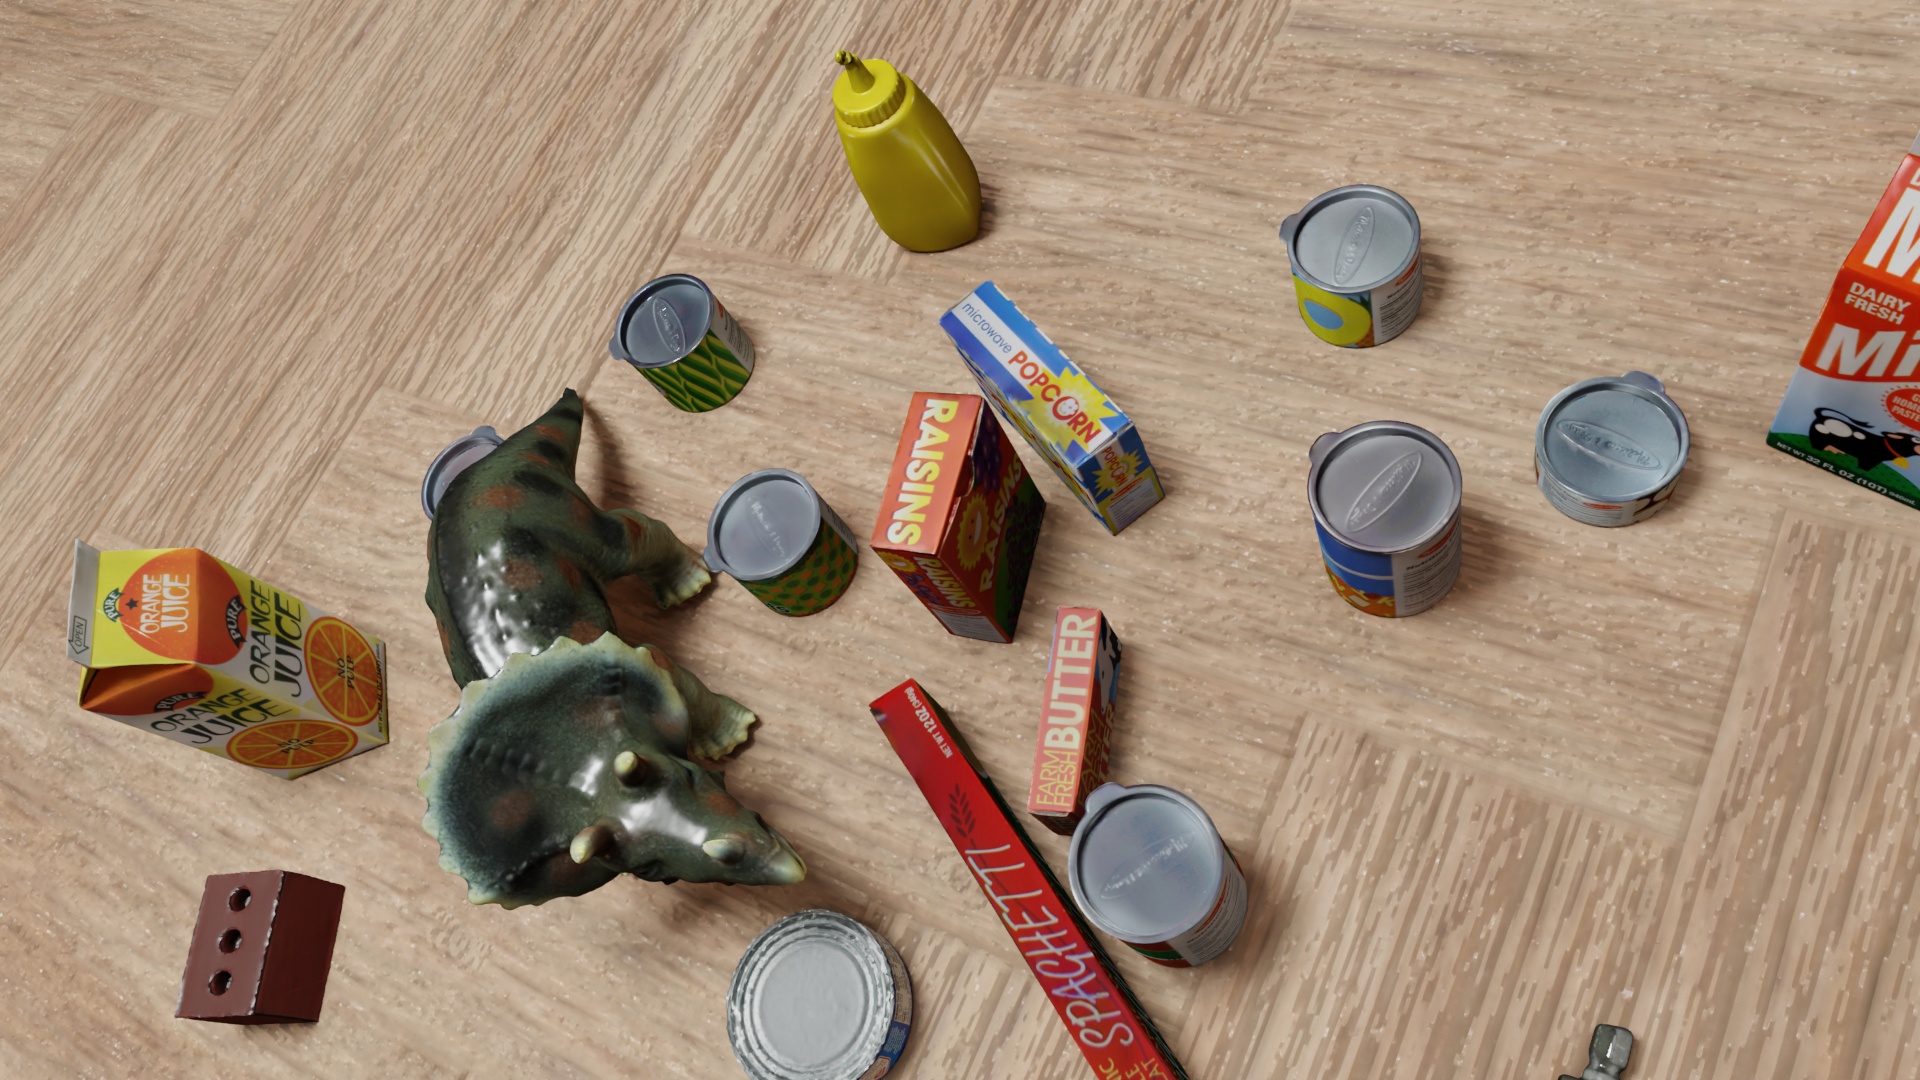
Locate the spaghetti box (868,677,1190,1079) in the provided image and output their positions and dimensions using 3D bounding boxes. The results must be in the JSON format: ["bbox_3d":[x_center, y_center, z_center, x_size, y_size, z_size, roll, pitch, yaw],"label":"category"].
[{"bbox_3d":[0.035,0.171,0.645,0.029,0.050,0.251,-36,59,1],"label":"spaghetti box"}]

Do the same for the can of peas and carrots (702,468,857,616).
[{"bbox_3d":[-0.099,0.004,0.767,0.071,0.058,0.071,-8,64,16],"label":"can of peas and carrots"}]

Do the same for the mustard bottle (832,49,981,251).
[{"bbox_3d":[-0.036,-0.228,0.796,0.065,0.159,0.049,-7,64,16],"label":"mustard bottle"}]

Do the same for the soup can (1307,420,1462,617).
[{"bbox_3d":[0.199,-0.010,0.654,0.071,0.083,0.071,-8,64,16],"label":"soup can"}]

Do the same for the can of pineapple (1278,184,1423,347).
[{"bbox_3d":[0.207,-0.144,0.730,0.071,0.057,0.071,-8,64,16],"label":"can of pineapple"}]

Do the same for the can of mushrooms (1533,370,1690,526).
[{"bbox_3d":[0.309,-0.044,0.660,0.071,0.033,0.071,-8,64,16],"label":"can of mushrooms"}]

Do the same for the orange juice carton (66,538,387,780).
[{"bbox_3d":[-0.411,0.066,0.770,0.073,0.192,0.072,-21,61,10],"label":"orange juice carton"}]

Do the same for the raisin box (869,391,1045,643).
[{"bbox_3d":[0.002,-0.009,0.700,0.040,0.123,0.086,7,69,22],"label":"raisin box"}]

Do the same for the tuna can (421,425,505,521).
[{"bbox_3d":[-0.299,-0.034,0.870,0.071,0.032,0.071,-8,64,16],"label":"tuna can"}]

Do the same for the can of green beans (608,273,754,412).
[{"bbox_3d":[-0.168,-0.120,0.851,0.071,0.057,0.071,-8,64,16],"label":"can of green beans"}]

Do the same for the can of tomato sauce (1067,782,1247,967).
[{"bbox_3d":[0.088,0.150,0.618,0.071,0.083,0.071,-8,64,16],"label":"can of tomato sauce"}]

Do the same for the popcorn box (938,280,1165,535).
[{"bbox_3d":[0.048,-0.071,0.735,0.038,0.085,0.127,-39,59,-1],"label":"popcorn box"}]

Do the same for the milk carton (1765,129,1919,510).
[{"bbox_3d":[0.397,-0.094,0.563,0.072,0.190,0.073,33,80,29],"label":"milk carton"}]

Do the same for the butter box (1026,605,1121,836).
[{"bbox_3d":[0.057,0.088,0.675,0.024,0.053,0.104,2,67,20],"label":"butter box"}]
